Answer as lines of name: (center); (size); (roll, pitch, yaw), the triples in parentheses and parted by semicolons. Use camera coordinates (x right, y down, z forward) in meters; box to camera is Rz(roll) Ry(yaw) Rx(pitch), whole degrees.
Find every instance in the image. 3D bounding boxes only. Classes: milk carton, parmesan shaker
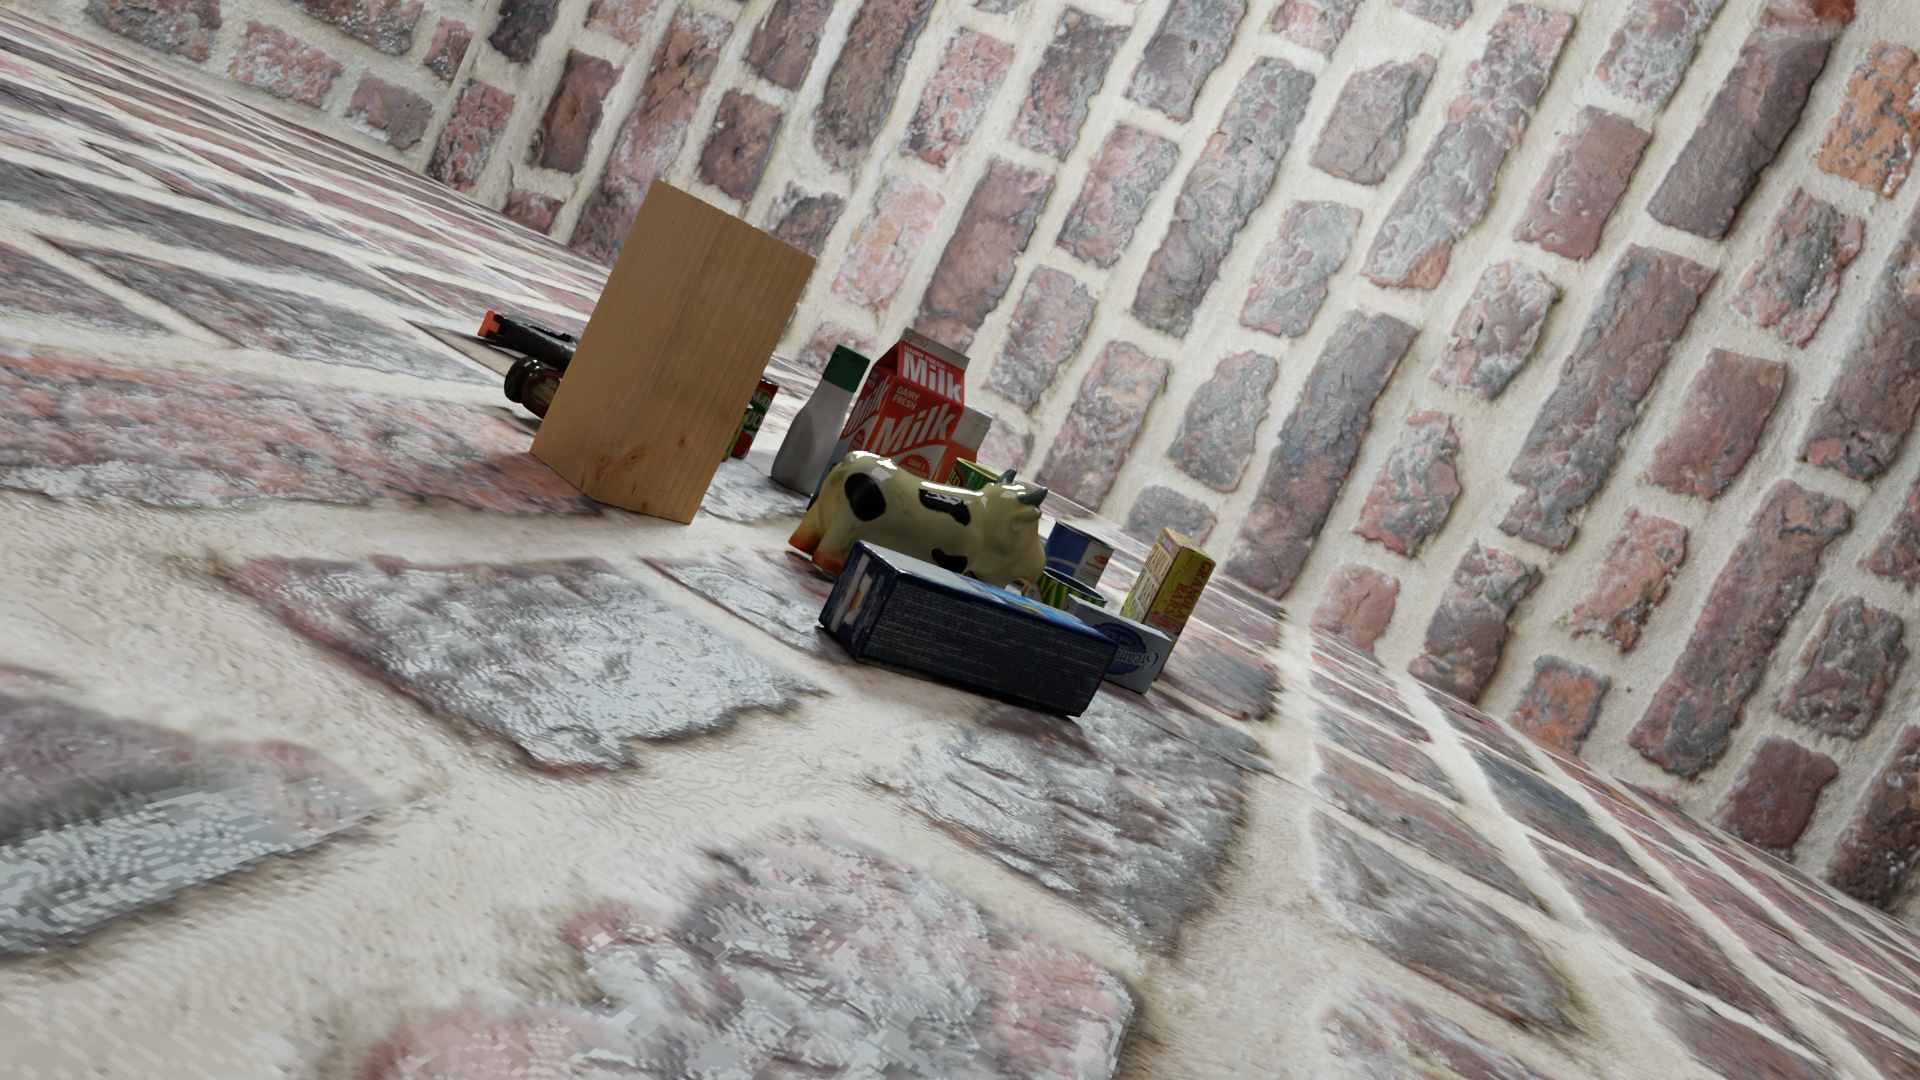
milk carton: (-0.060, -0.089, 1.232); (0.072, 0.190, 0.073); (23, 7, -25)
parmesan shaker: (0.005, -0.016, 1.286); (0.071, 0.103, 0.071); (26, 6, -3)

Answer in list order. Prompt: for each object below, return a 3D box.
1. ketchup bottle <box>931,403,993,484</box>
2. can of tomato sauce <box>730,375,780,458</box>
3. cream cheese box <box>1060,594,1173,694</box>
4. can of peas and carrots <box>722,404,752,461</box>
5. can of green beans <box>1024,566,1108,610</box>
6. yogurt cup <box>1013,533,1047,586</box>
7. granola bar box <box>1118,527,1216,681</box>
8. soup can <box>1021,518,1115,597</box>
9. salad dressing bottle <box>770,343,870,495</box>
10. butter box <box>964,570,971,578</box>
ketchup bottle: (-0.015, -0.061, 1.355); (0.043, 0.148, 0.065); (25, 6, -14)
can of tomato sauce: (-0.226, -0.132, 1.387); (0.071, 0.083, 0.071); (26, 6, -3)
cream cheese box: (0.122, 0.087, 1.152); (0.104, 0.053, 0.024); (23, 7, -27)
can of peas and carrots: (-0.240, -0.115, 1.313); (0.071, 0.058, 0.071); (26, 7, -3)
can of green beans: (0.084, 0.062, 1.183); (0.071, 0.057, 0.071); (26, 7, -3)
yogurt cup: (0.066, 0.016, 1.476); (0.072, 0.054, 0.072); (26, 7, -3)
granola bar box: (0.192, 0.057, 1.336); (0.039, 0.124, 0.166); (26, 7, -1)
soup can: (0.106, 0.029, 1.397); (0.071, 0.083, 0.071); (26, 6, -3)
salad dressing bottle: (-0.135, -0.119, 1.357); (0.044, 0.147, 0.064); (21, 8, -39)
butter box: (-0.032, 0.010, 1.166); (0.103, 0.053, 0.024); (29, 7, 24)
